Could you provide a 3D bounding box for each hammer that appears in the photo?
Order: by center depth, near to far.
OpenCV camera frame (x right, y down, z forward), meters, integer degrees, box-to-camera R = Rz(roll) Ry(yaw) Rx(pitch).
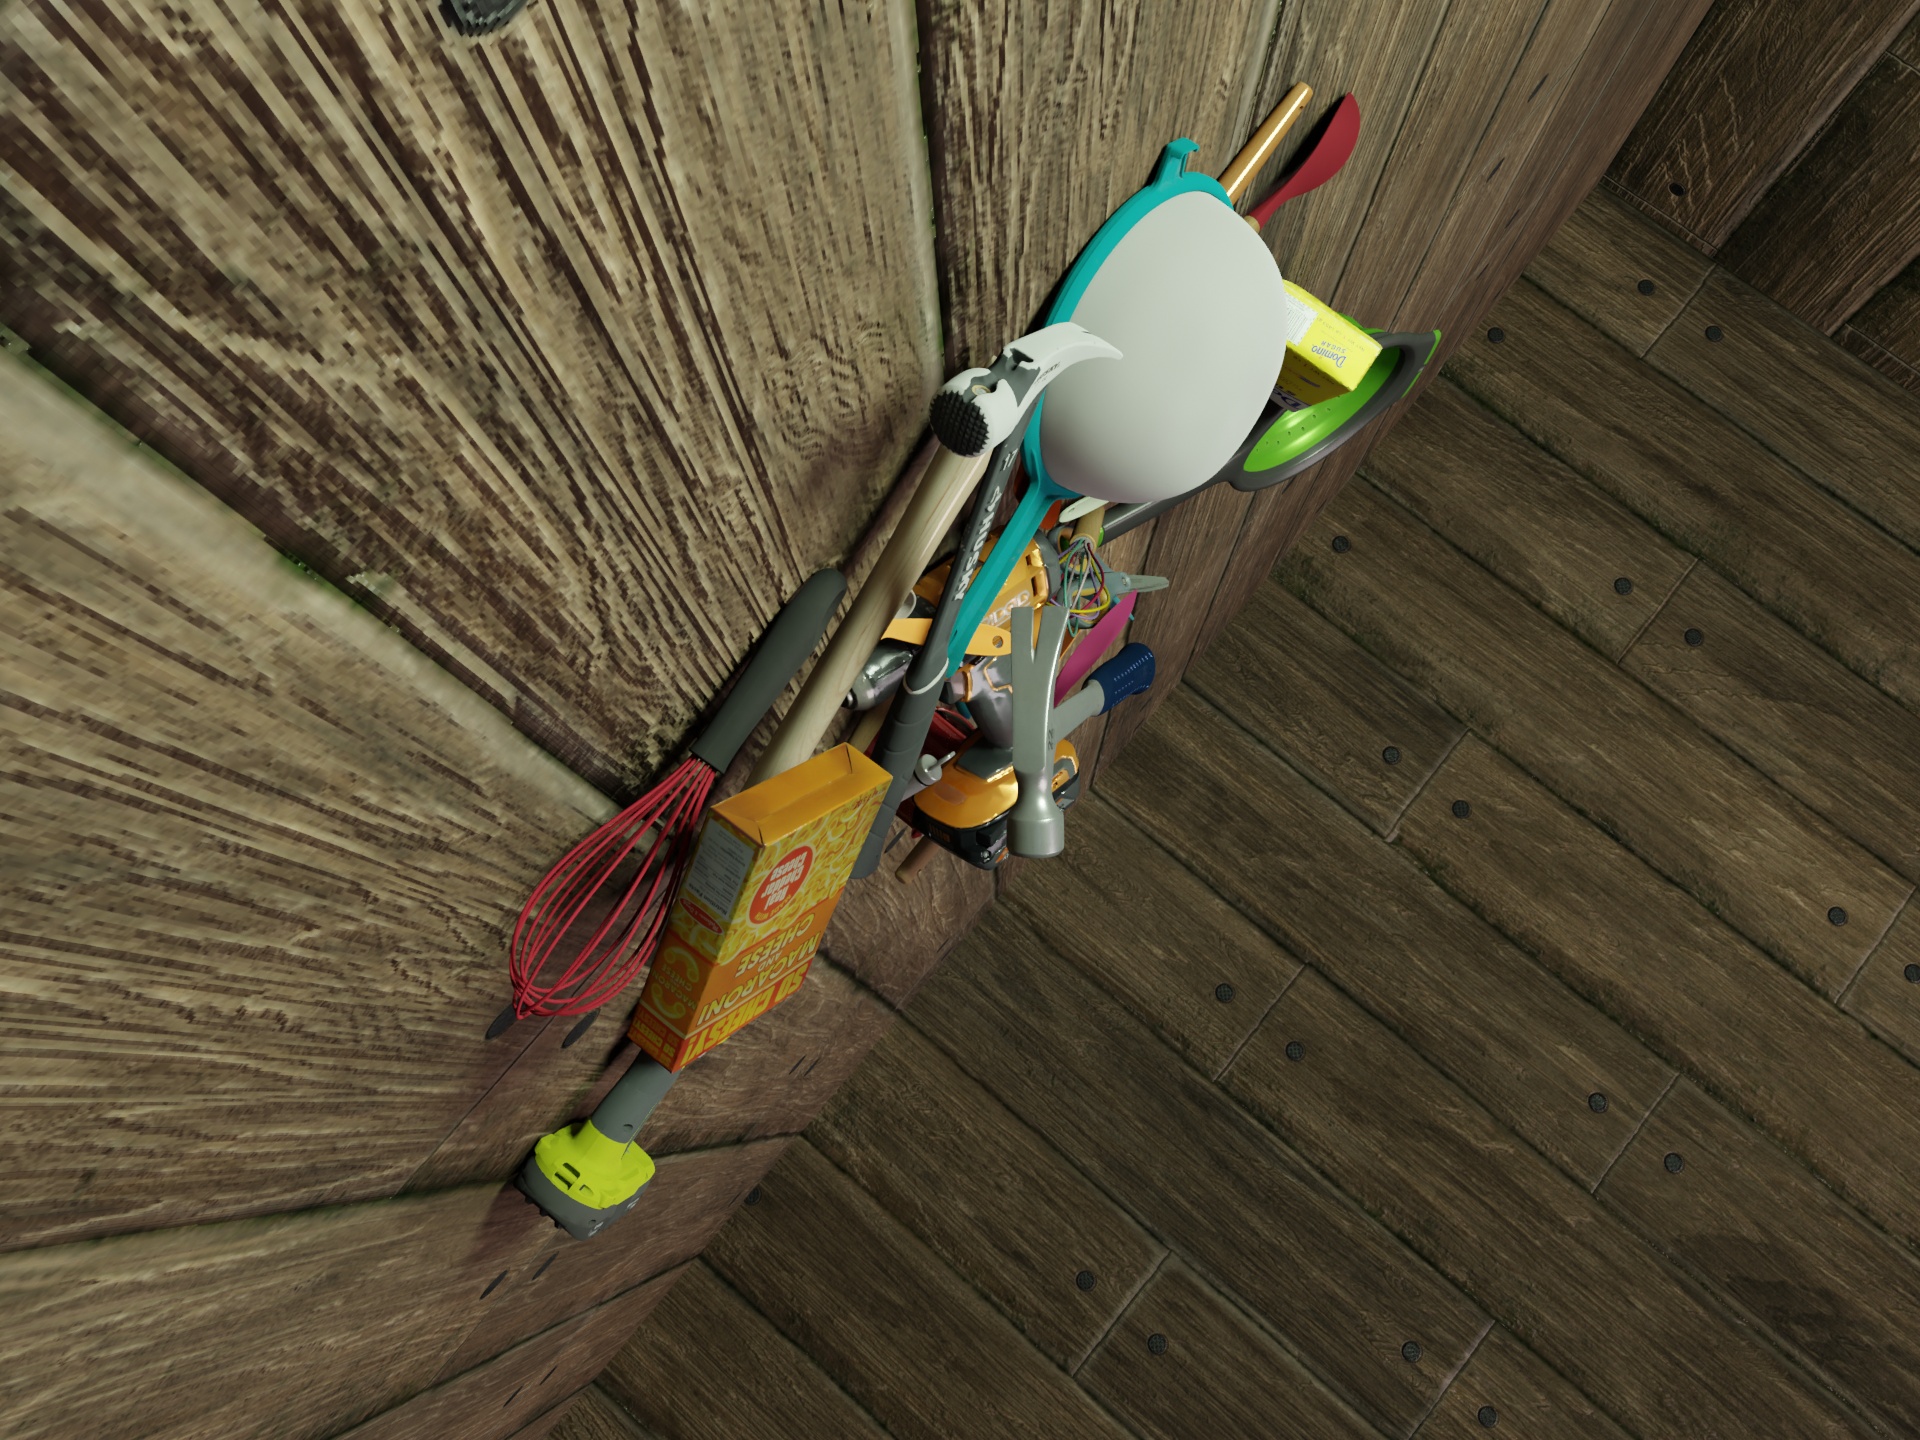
[{"bbox_3d":[-0.013,-0.045,0.891,0.149,0.036,0.408,-44,163,-43],"label":"hammer"},{"bbox_3d":[-0.074,-0.024,0.920,0.410,0.038,0.146,-57,-173,25],"label":"hammer"},{"bbox_3d":[0.090,-0.020,1.095,0.405,0.035,0.144,-30,120,-73],"label":"hammer"}]

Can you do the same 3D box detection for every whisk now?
[{"bbox_3d":[-0.149,0.038,0.863,0.296,0.073,0.073,-56,171,-9],"label":"whisk"},{"bbox_3d":[0.095,-0.124,1.217,0.047,0.051,0.245,-18,-160,17],"label":"whisk"}]

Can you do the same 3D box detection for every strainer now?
[{"bbox_3d":[0.101,-0.157,0.961,0.340,0.095,0.210,-58,156,2],"label":"strainer"},{"bbox_3d":[-0.098,0.076,1.077,0.258,0.050,0.087,-31,176,32],"label":"strainer"}]

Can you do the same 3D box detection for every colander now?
[{"bbox_3d":[0.233,-0.266,1.405,0.397,0.094,0.204,-29,164,-15],"label":"colander"}]

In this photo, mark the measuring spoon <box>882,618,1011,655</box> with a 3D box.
[{"bbox_3d":[-0.015,-0.054,1.005,0.116,0.021,0.011,5,172,-31],"label":"measuring spoon"}]

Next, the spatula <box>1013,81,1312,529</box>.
[{"bbox_3d":[0.128,-0.268,1.013,0.322,0.041,0.081,-53,157,3],"label":"spatula"}]

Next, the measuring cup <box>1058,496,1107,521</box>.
[{"bbox_3d":[0.122,-0.200,1.264,0.167,0.038,0.083,-32,160,-37],"label":"measuring cup"}]

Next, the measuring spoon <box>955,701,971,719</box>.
[{"bbox_3d":[0.020,-0.058,1.377,0.042,0.021,0.128,-76,-173,-58],"label":"measuring spoon"}]

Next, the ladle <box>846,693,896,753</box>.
[{"bbox_3d":[-0.056,0.008,1.158,0.320,0.062,0.078,-58,162,22],"label":"ladle"}]

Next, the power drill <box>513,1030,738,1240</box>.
[{"bbox_3d":[-0.249,0.297,1.289,0.223,0.080,0.171,-55,169,5],"label":"power drill"}]

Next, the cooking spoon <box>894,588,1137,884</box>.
[{"bbox_3d":[0.050,0.009,1.258,0.319,0.017,0.068,-49,169,-23],"label":"cooking spoon"}]

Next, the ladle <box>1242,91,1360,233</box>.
[{"bbox_3d":[0.184,-0.328,1.096,0.315,0.031,0.069,-46,168,-18],"label":"ladle"}]

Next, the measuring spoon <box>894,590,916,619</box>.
[{"bbox_3d":[-0.032,-0.108,0.967,0.034,0.018,0.124,-3,134,-33],"label":"measuring spoon"}]

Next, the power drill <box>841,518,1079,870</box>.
[{"bbox_3d":[-0.002,-0.003,1.095,0.185,0.084,0.226,-36,135,-30],"label":"power drill"}]

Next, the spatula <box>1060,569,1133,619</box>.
[{"bbox_3d":[0.057,-0.098,1.288,0.317,0.082,0.044,-20,135,-61],"label":"spatula"}]

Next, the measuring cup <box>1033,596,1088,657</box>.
[{"bbox_3d":[0.044,-0.037,1.421,0.173,0.052,0.095,-53,178,17],"label":"measuring cup"}]
